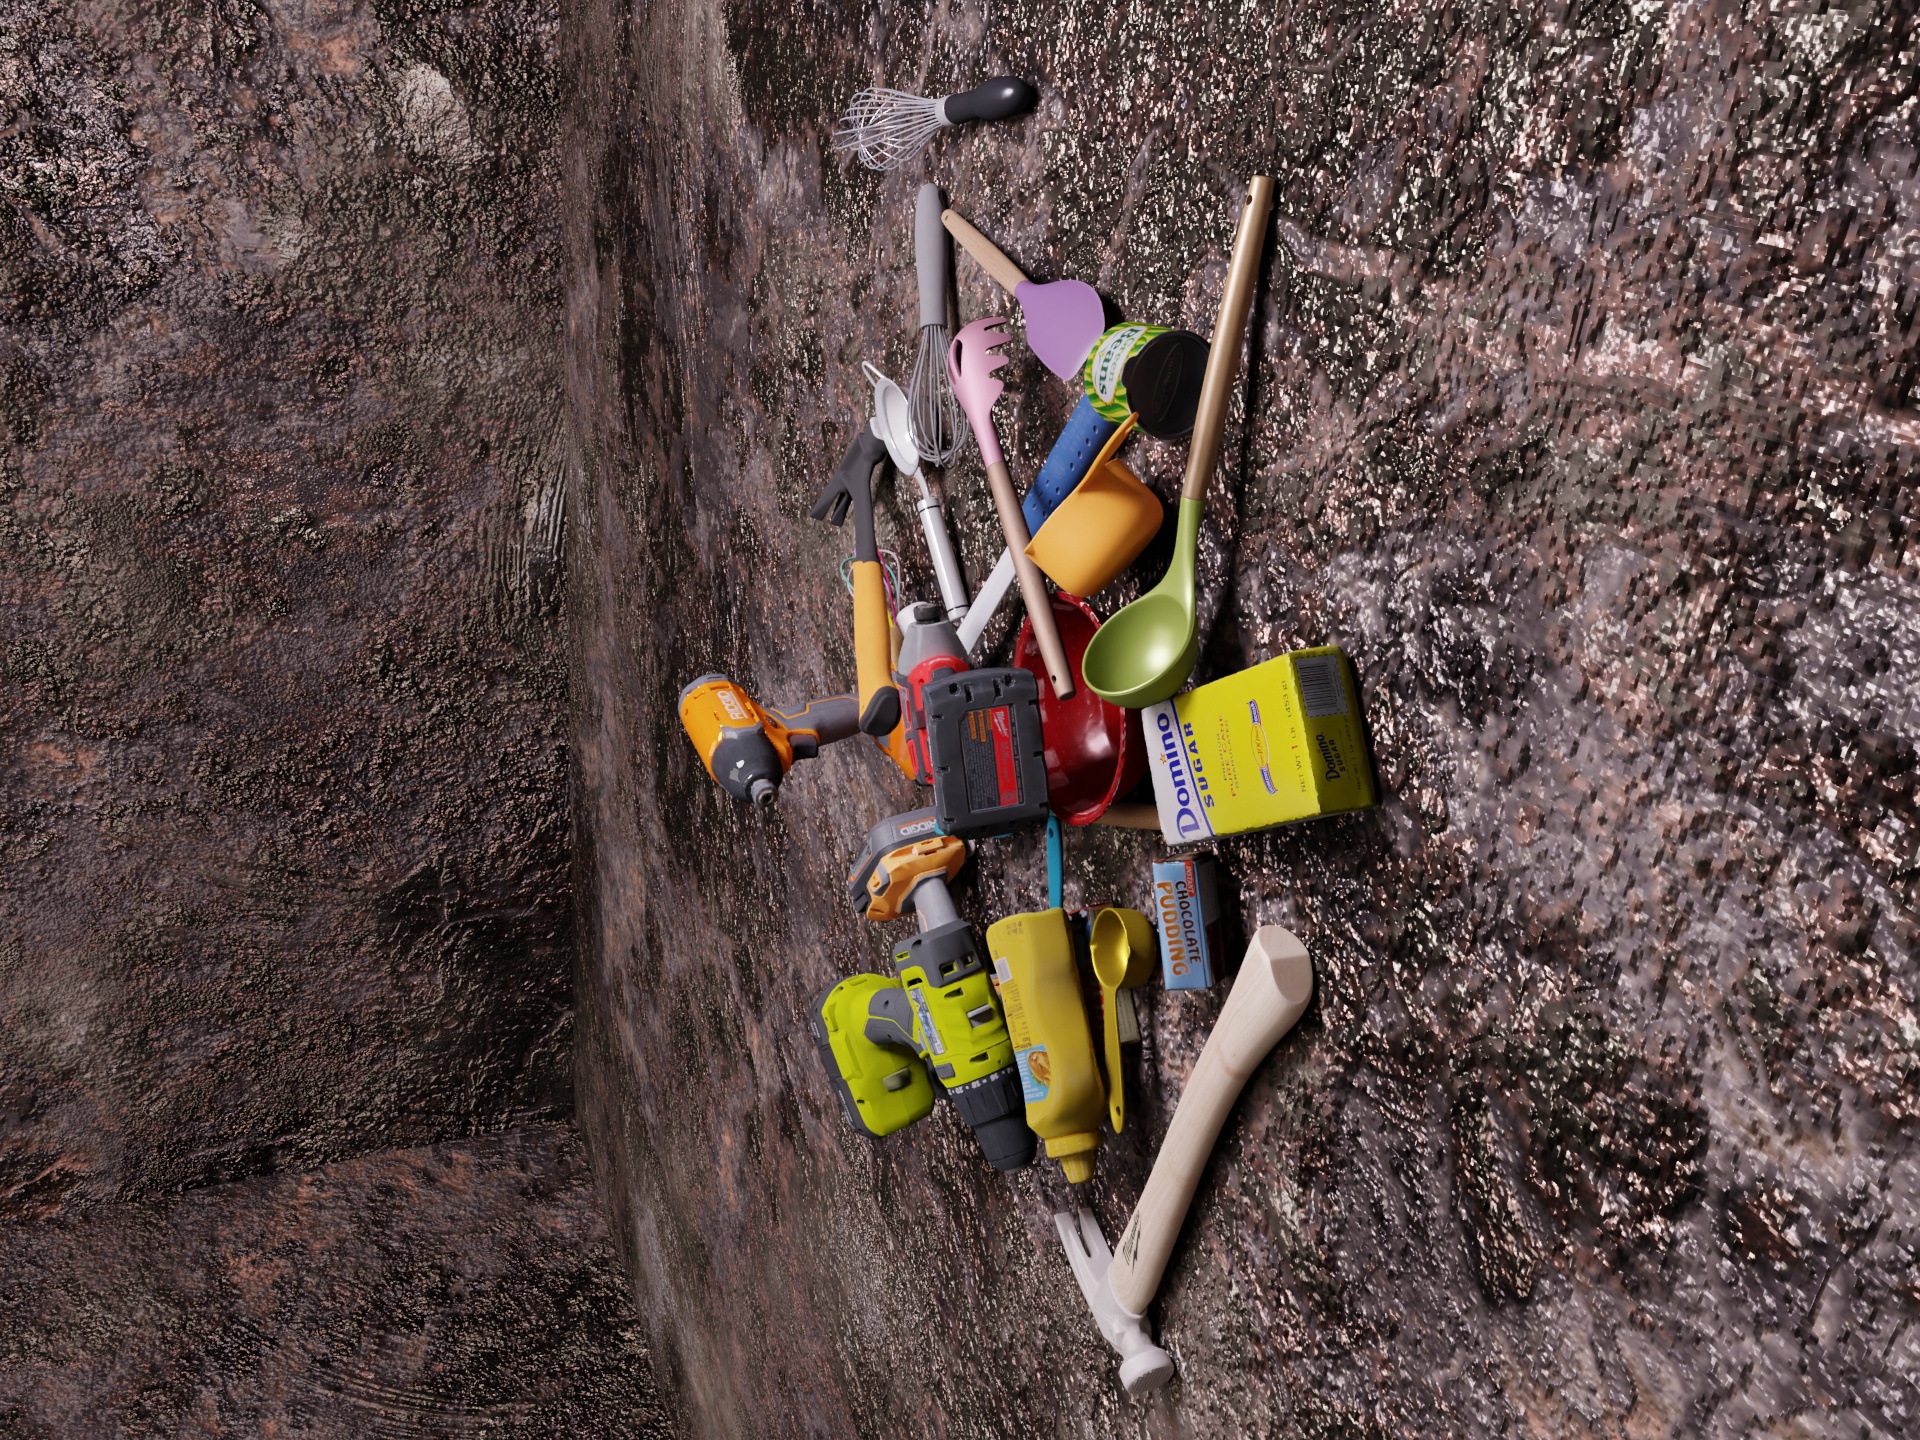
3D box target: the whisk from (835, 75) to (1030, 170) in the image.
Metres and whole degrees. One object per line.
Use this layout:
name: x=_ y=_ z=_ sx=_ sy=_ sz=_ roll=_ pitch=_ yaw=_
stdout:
whisk: x=-0.022 y=-0.483 z=1.267 sx=0.285 sy=0.070 sz=0.070 roll=23 pitch=116 yaw=58

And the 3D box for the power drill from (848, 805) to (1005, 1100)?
power drill: x=-0.020 y=0.212 z=1.386 sx=0.226 sy=0.084 sz=0.185 roll=64 pitch=151 yaw=24

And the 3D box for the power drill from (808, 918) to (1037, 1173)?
power drill: x=-0.027 y=0.271 z=1.275 sx=0.228 sy=0.080 sz=0.190 roll=-31 pitch=78 yaw=58

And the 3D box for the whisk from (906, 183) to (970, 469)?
whisk: x=-0.019 y=-0.324 z=1.310 sx=0.055 sy=0.055 sz=0.239 roll=170 pitch=98 yaw=-67

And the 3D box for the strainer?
strainer: x=-0.028 y=-0.191 z=1.362 sx=0.087 sy=0.050 sz=0.258 roll=141 pitch=115 yaw=-71

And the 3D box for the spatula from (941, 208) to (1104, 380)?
spatula: x=0.039 y=-0.328 z=1.174 sx=0.059 sy=0.018 sz=0.316 roll=-54 pitch=34 yaw=17

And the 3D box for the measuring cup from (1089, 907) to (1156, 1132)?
measuring cup: x=0.118 y=0.210 z=1.117 sx=0.062 sy=0.029 sz=0.156 roll=172 pitch=97 yaw=-68

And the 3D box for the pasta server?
pasta server: x=0.039 y=-0.155 z=1.114 sx=0.060 sy=0.040 sz=0.316 roll=-52 pitch=47 yaw=53

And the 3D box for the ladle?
ladle: x=0.135 y=-0.159 z=0.946 sx=0.078 sy=0.062 sz=0.320 roll=38 pitch=122 yaw=55

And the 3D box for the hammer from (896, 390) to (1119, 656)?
hammer: x=0.051 y=-0.130 z=1.183 sx=0.144 sy=0.035 sz=0.405 roll=62 pitch=148 yaw=21

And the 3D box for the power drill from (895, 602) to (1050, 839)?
power drill: x=-0.002 y=-0.004 z=1.171 sx=0.220 sy=0.078 sz=0.143 roll=-133 pitch=35 yaw=-73

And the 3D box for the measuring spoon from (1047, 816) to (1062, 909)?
measuring spoon: x=0.066 y=0.137 z=1.243 sx=0.042 sy=0.021 sz=0.128 roll=-161 pitch=68 yaw=-65

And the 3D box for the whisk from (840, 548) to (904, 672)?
whisk: x=-0.065 y=-0.091 z=1.427 sx=0.245 sy=0.051 sz=0.047 roll=-112 pitch=35 yaw=-50

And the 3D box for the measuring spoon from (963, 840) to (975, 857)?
measuring spoon: x=-0.018 y=0.117 z=1.436 sx=0.124 sy=0.018 sz=0.034 roll=163 pitch=100 yaw=-66

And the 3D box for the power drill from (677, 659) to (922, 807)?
power drill: x=-0.113 y=0.015 z=1.368 sx=0.164 sy=0.226 sz=0.084 roll=-128 pitch=39 yaw=-51

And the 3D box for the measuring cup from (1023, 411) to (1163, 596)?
measuring cup: x=0.099 y=-0.135 z=1.001 sx=0.052 sy=0.095 sz=0.173 roll=46 pitch=160 yaw=5

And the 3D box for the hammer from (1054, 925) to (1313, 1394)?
hammer: x=0.148 y=0.284 z=1.075 sx=0.146 sy=0.038 sz=0.410 roll=-118 pitch=32 yaw=-44

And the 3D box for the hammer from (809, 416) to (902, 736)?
hammer: x=-0.084 y=-0.115 z=1.382 sx=0.127 sy=0.034 sz=0.337 roll=-51 pitch=32 yaw=38

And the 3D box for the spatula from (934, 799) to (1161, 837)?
spatula: x=0.076 y=0.062 z=1.174 sx=0.317 sy=0.044 sz=0.082 roll=0 pitch=65 yaw=64
